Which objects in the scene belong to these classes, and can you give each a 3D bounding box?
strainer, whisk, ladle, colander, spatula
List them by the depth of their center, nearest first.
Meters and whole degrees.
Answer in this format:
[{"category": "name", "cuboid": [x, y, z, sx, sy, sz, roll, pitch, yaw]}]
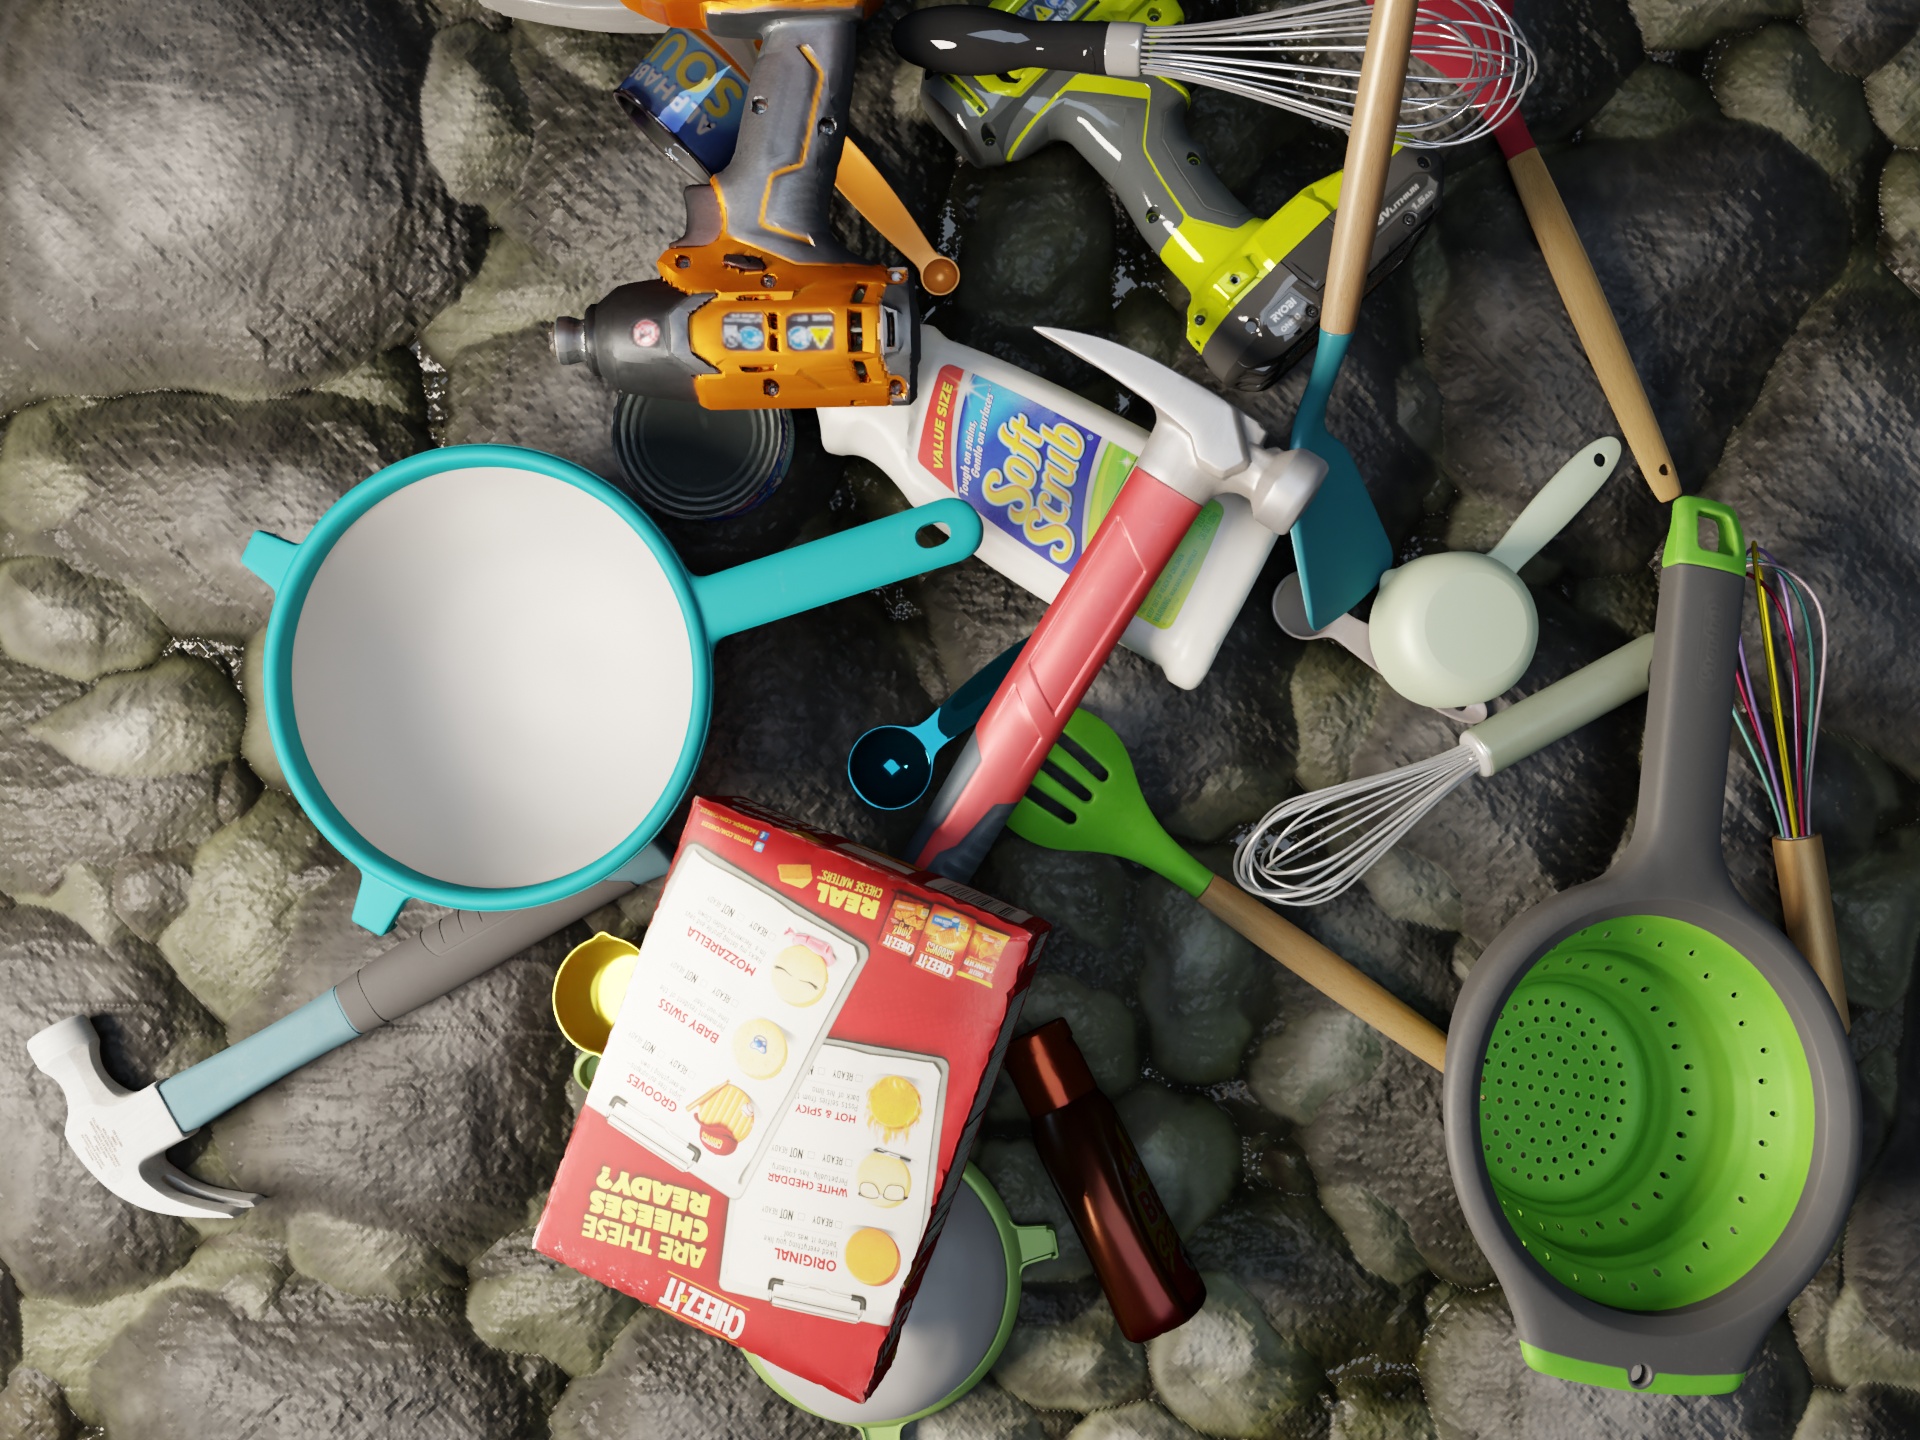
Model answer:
[{"category": "spatula", "cuboid": [0.177, -0.191, 0.683, 0.044, 0.082, 0.317, 27, 135, 30]}, {"category": "whisk", "cuboid": [0.105, -0.293, 0.698, 0.284, 0.070, 0.070, 9, 90, 13]}, {"category": "colander", "cuboid": [0.308, 0.095, 0.743, 0.204, 0.094, 0.397, 11, 81, -11]}, {"category": "strainer", "cuboid": [-0.149, -0.039, 0.750, 0.340, 0.095, 0.211, -17, 90, 6]}, {"category": "whisk", "cuboid": [0.397, 0.035, 0.765, 0.051, 0.047, 0.245, -10, 93, 1]}, {"category": "whisk", "cuboid": [0.241, 0.020, 0.765, 0.246, 0.059, 0.057, -28, 122, -5]}, {"category": "strainer", "cuboid": [-0.087, 0.244, 0.766, 0.256, 0.069, 0.151, 37, 91, 0]}, {"category": "ladle", "cuboid": [0.283, -0.252, 0.778, 0.069, 0.031, 0.315, -24, 91, 1]}]

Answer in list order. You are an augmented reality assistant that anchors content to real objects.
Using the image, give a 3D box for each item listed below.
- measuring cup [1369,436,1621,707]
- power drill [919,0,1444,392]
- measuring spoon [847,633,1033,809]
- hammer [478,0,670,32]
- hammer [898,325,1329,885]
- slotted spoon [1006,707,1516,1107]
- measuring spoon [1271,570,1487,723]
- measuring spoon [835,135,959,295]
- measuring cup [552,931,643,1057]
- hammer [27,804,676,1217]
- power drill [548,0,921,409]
[{"category": "measuring cup", "cuboid": [0.269, -0.077, 0.766, 0.083, 0.038, 0.167, 43, 87, -5]}, {"category": "power drill", "cuboid": [0.114, -0.284, 0.759, 0.171, 0.080, 0.223, -43, 85, 2]}, {"category": "measuring spoon", "cuboid": [-0.001, -0.003, 0.794, 0.128, 0.021, 0.042, -38, 88, -8]}, {"category": "hammer", "cuboid": [-0.174, -0.527, 0.788, 0.149, 0.036, 0.359, 8, 91, 2]}, {"category": "hammer", "cuboid": [0.005, 0.012, 0.740, 0.143, 0.038, 0.386, 33, 104, 8]}, {"category": "slotted spoon", "cuboid": [0.143, 0.094, 0.781, 0.314, 0.031, 0.070, 35, 88, 0]}, {"category": "measuring spoon", "cuboid": [0.206, -0.033, 0.787, 0.124, 0.018, 0.034, 31, 85, -5]}, {"category": "measuring spoon", "cuboid": [-0.041, -0.258, 0.798, 0.021, 0.011, 0.117, -40, 85, 2]}, {"category": "measuring cup", "cuboid": [-0.120, 0.129, 0.769, 0.156, 0.029, 0.062, -7, 80, 12]}, {"category": "hammer", "cuboid": [-0.292, 0.135, 0.792, 0.331, 0.033, 0.128, -29, 88, 2]}, {"category": "power drill", "cuboid": [-0.102, -0.251, 0.700, 0.164, 0.084, 0.226, -2, 96, -4]}]
